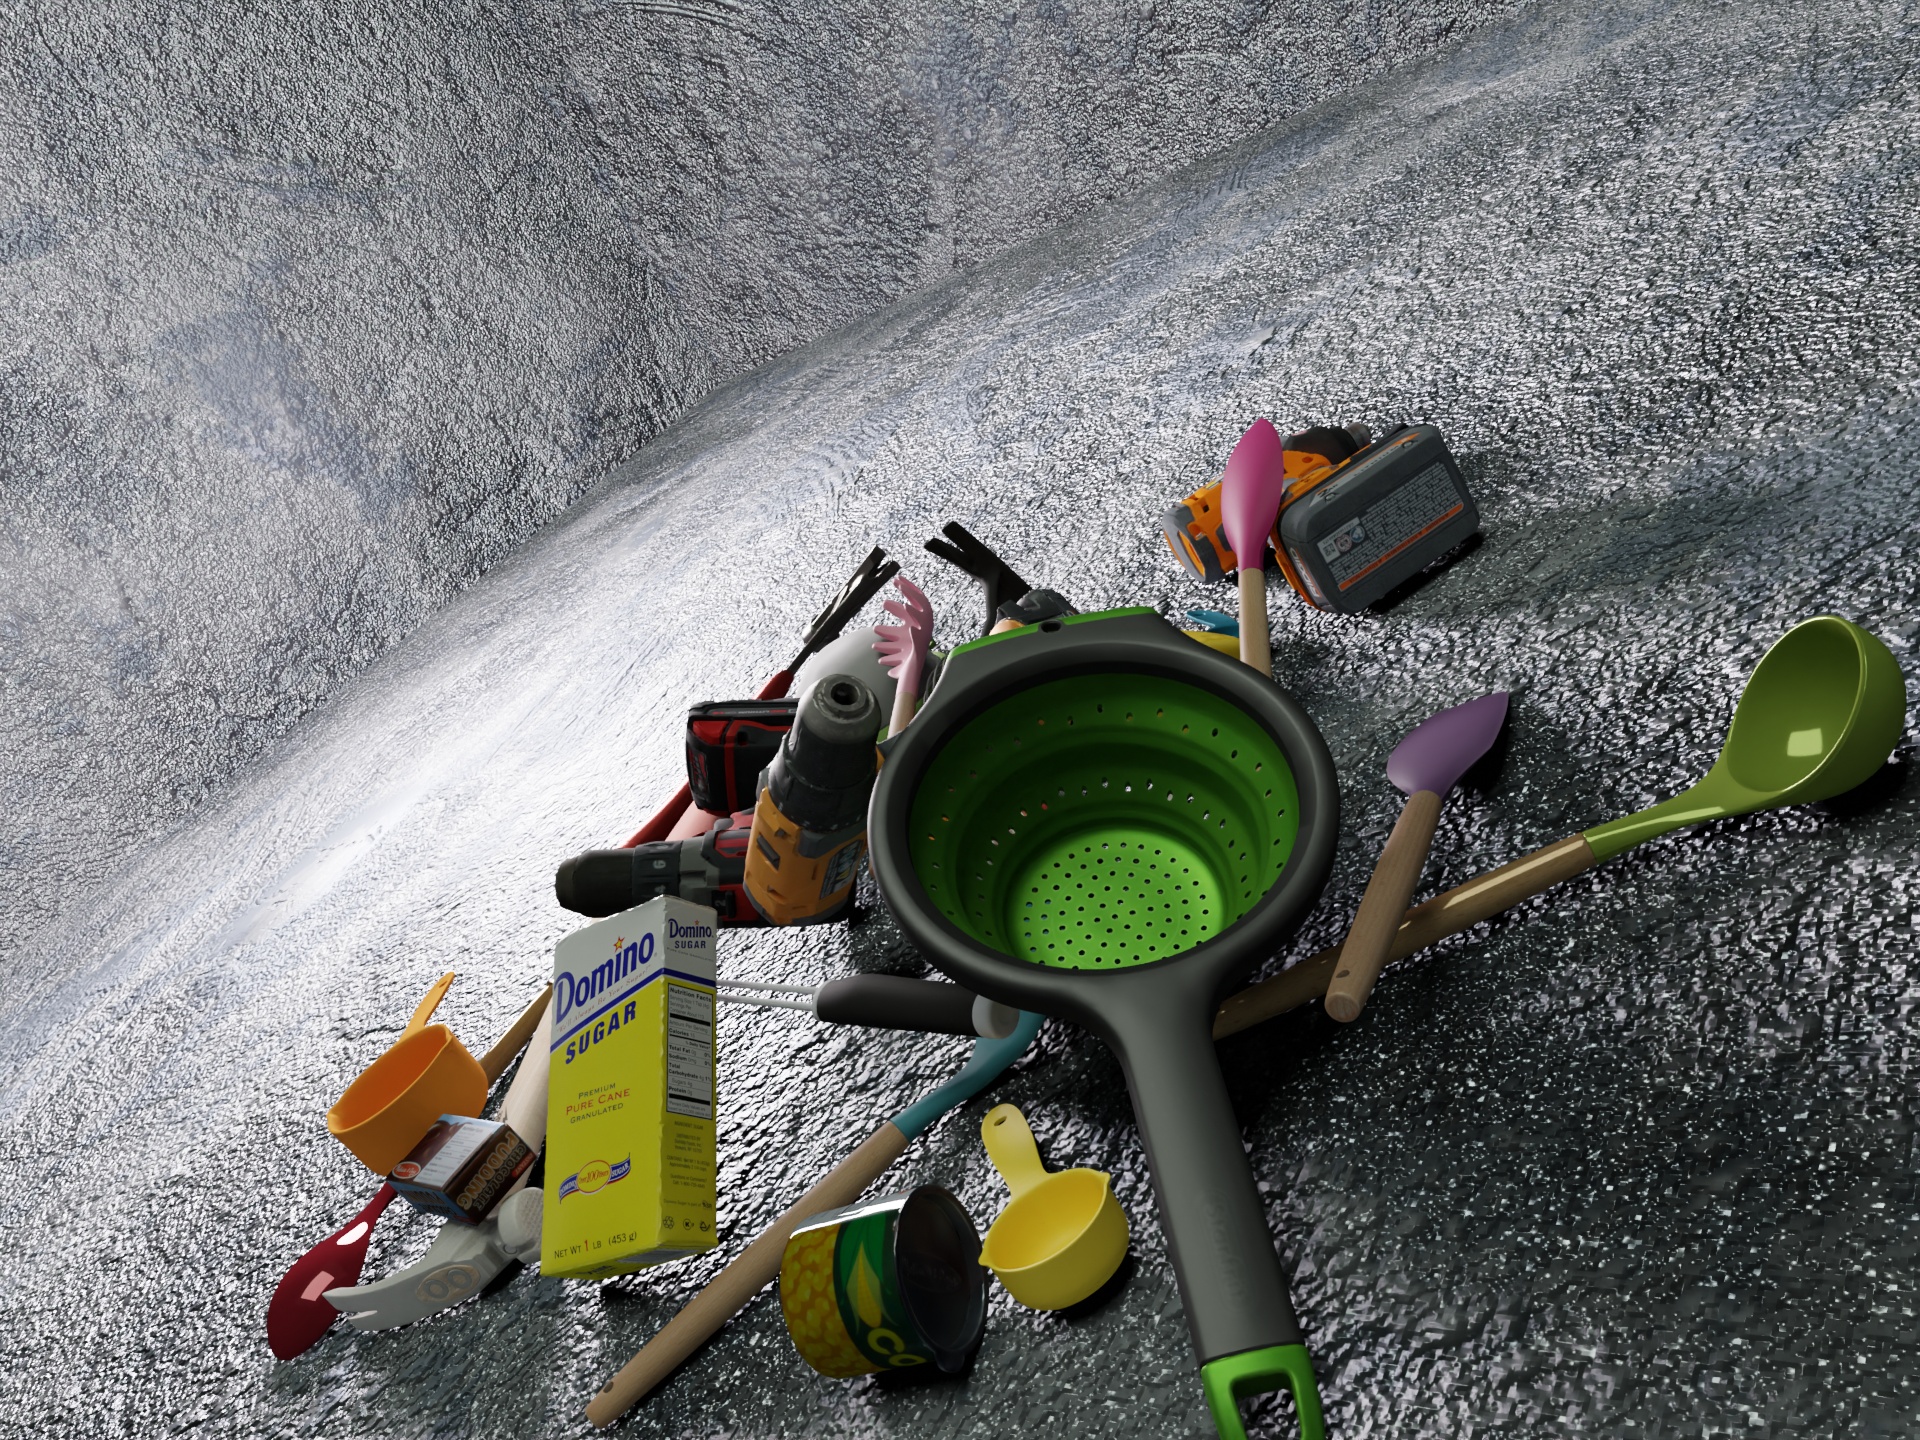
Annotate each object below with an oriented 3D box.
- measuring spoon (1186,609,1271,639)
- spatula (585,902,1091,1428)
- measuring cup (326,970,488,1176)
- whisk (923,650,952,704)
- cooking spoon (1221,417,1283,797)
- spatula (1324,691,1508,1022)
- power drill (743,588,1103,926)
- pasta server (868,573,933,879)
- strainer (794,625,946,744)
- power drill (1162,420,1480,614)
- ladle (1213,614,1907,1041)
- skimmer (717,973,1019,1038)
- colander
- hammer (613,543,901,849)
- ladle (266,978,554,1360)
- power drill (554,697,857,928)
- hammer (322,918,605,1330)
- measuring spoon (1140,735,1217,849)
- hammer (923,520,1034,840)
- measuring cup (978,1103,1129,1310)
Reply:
[{"bbox_3d":[0.172,-0.056,1.052,0.042,0.021,0.129,-8,12,-5],"label":"measuring spoon"},{"bbox_3d":[-0.055,0.204,0.751,0.317,0.044,0.082,-41,19,-18],"label":"spatula"},{"bbox_3d":[-0.331,0.218,0.999,0.095,0.052,0.174,-32,18,9],"label":"measuring cup"},{"bbox_3d":[-0.012,0.024,1.089,0.055,0.055,0.239,-22,28,24],"label":"whisk"},{"bbox_3d":[0.172,-0.067,0.933,0.068,0.017,0.319,126,157,-45],"label":"cooking spoon"},{"bbox_3d":[0.199,0.048,0.702,0.060,0.018,0.316,-22,10,31],"label":"spatula"},{"bbox_3d":[-0.014,0.008,0.873,0.226,0.084,0.185,-29,-25,-30],"label":"power drill"},{"bbox_3d":[-0.048,-0.001,1.109,0.316,0.040,0.060,-84,18,-54],"label":"pasta server"},{"bbox_3d":[-0.072,-0.016,1.218,0.151,0.069,0.256,-33,20,-3],"label":"strainer"},{"bbox_3d":[0.245,-0.149,1.064,0.164,0.084,0.227,-34,17,-6],"label":"power drill"},{"bbox_3d":[0.233,0.056,0.666,0.320,0.062,0.078,-29,19,15],"label":"ladle"},{"bbox_3d":[-0.093,0.162,0.849,0.363,0.090,0.127,-5,44,44],"label":"skimmer"},{"bbox_3d":[0.078,0.121,0.663,0.204,0.094,0.398,-12,46,1],"label":"colander"},{"bbox_3d":[-0.171,-0.006,1.337,0.149,0.036,0.359,-42,10,49],"label":"hammer"},{"bbox_3d":[-0.339,0.270,1.026,0.069,0.031,0.315,-17,24,32],"label":"ladle"},{"bbox_3d":[-0.161,0.067,1.072,0.188,0.080,0.227,-2,25,-1],"label":"power drill"},{"bbox_3d":[-0.272,0.216,1.037,0.146,0.038,0.411,-27,21,16],"label":"hammer"},{"bbox_3d":[0.134,0.040,0.900,0.034,0.018,0.124,-13,22,41],"label":"measuring spoon"},{"bbox_3d":[-0.002,-0.003,1.056,0.034,0.127,0.337,-36,22,34],"label":"hammer"},{"bbox_3d":[0.033,0.201,0.677,0.062,0.029,0.156,-33,9,-3],"label":"measuring cup"}]
